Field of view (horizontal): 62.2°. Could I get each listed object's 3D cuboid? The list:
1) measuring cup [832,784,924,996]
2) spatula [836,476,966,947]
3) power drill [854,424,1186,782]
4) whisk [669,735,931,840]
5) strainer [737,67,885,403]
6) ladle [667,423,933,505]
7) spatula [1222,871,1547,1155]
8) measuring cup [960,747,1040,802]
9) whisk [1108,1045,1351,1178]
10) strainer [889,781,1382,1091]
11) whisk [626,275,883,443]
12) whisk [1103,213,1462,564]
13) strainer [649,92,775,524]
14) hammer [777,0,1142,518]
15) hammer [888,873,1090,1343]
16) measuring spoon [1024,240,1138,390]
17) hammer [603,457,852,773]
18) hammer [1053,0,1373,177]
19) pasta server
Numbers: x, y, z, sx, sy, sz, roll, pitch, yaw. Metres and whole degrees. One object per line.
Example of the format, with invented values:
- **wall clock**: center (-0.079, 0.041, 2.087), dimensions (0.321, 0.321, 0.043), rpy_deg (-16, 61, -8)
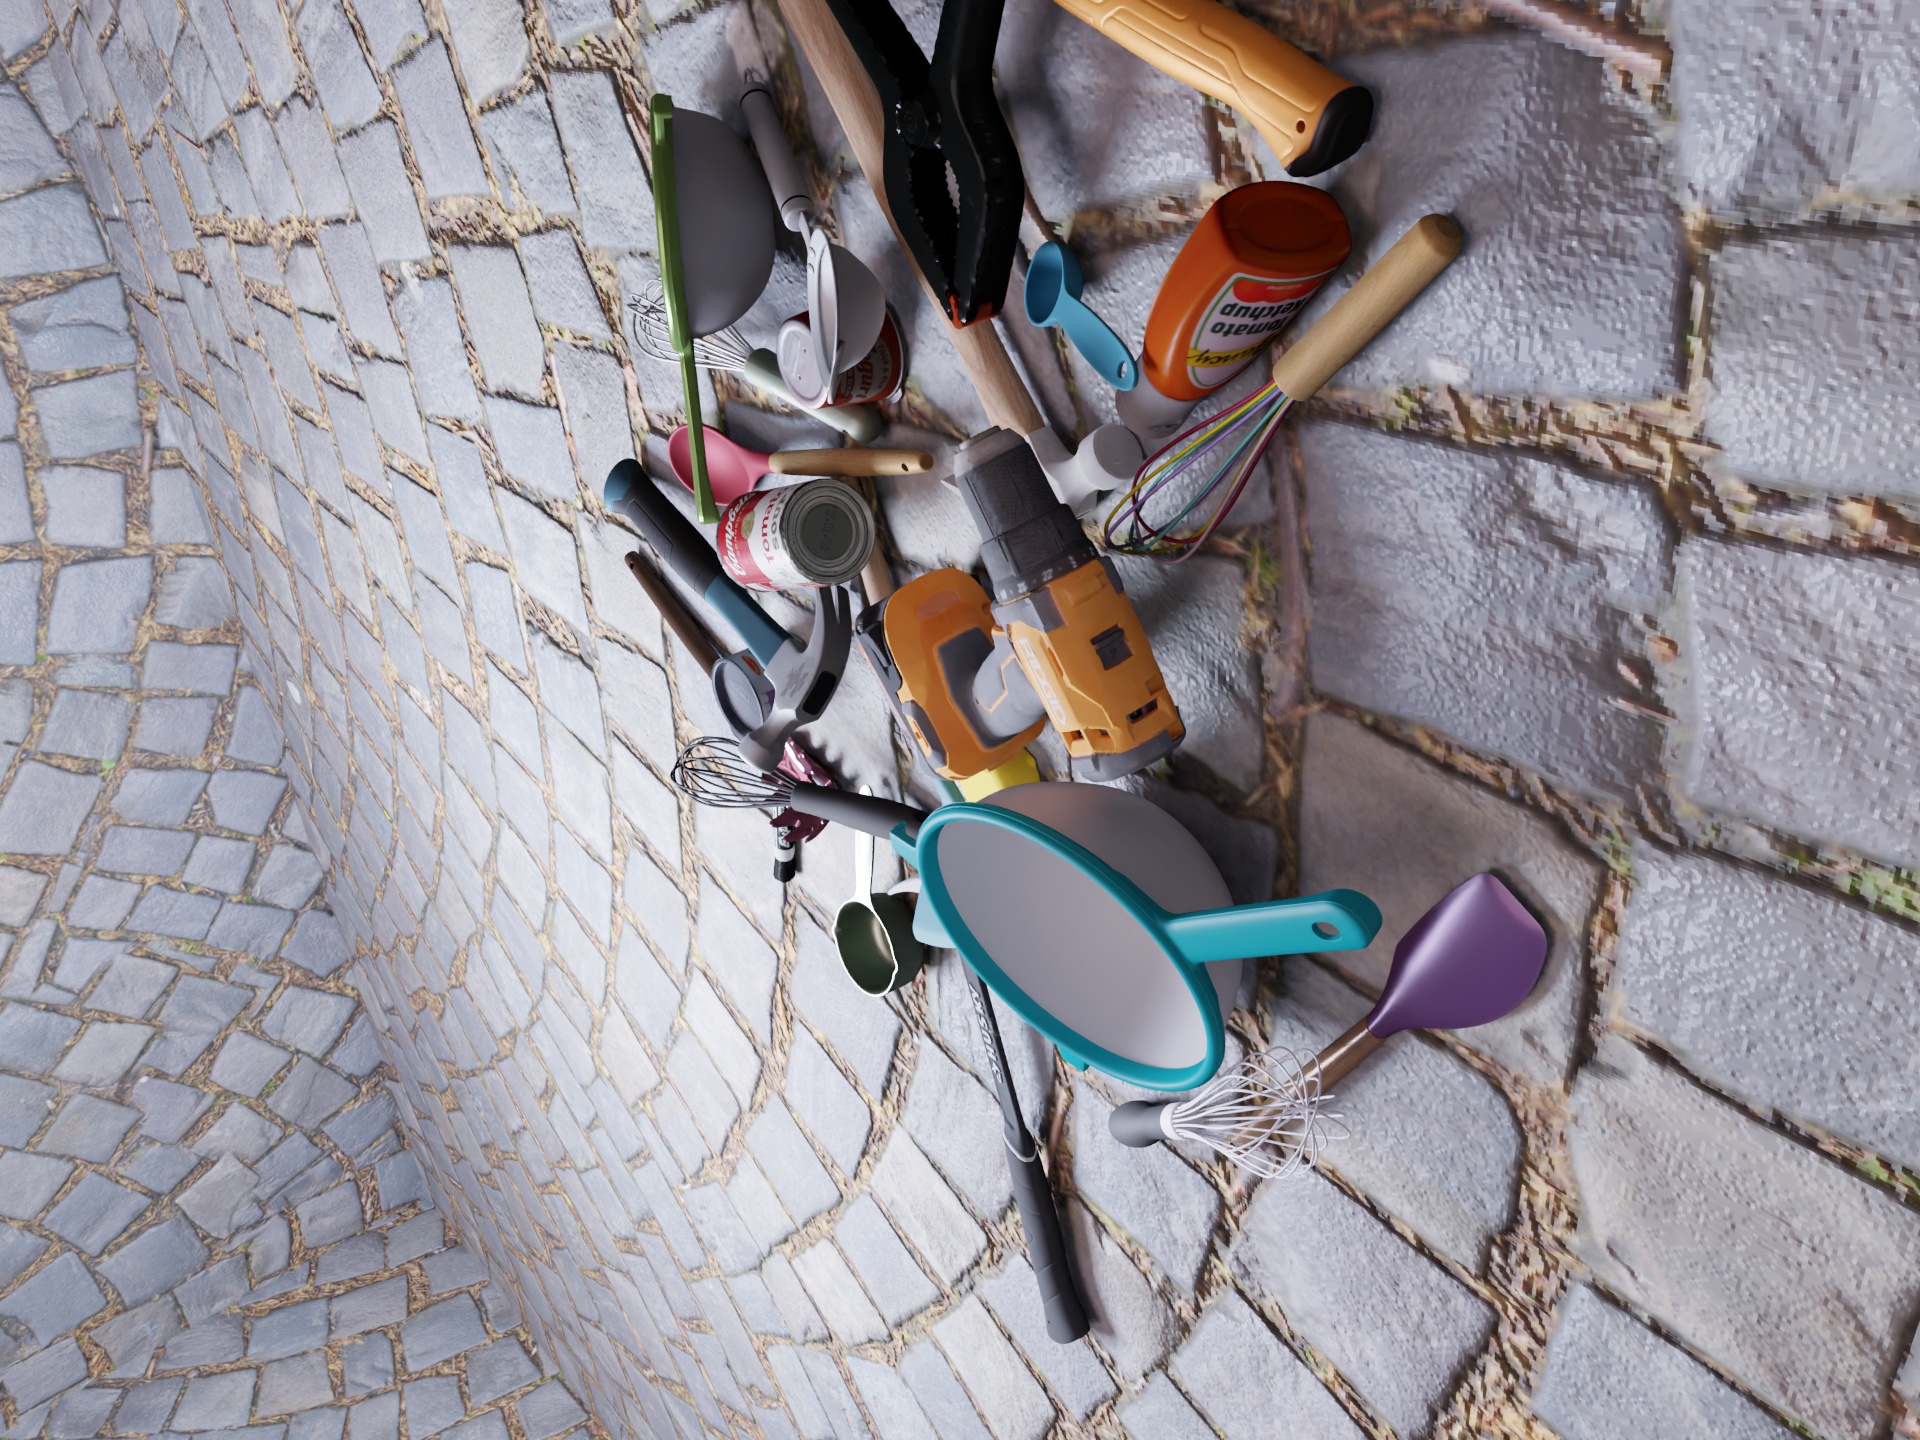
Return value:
- **measuring cup**: center (-0.058, 0.124, 1.190), dimensions (0.083, 0.038, 0.167), rpy_deg (20, 115, 47)
- **spatula**: center (-0.038, -0.008, 1.041), dimensions (0.082, 0.044, 0.317), rpy_deg (-6, 102, 59)
- **power drill**: center (0.018, -0.054, 0.872), dimensions (0.185, 0.084, 0.226), rpy_deg (63, 157, -7)
- **whisk**: center (-0.114, 0.055, 1.162), dimensions (0.239, 0.055, 0.055), rpy_deg (13, 125, 28)
- **strainer**: center (-0.087, -0.282, 0.900), dimensions (0.086, 0.050, 0.259), rpy_deg (108, 146, -58)
- **ladle**: center (-0.109, -0.169, 1.042), dimensions (0.316, 0.031, 0.069), rpy_deg (13, 140, 54)
- **spatula**: center (0.212, 0.175, 0.846), dimensions (0.060, 0.018, 0.315), rpy_deg (52, 145, 18)
- **measuring cup**: center (-0.002, -0.003, 1.017), dimensions (0.156, 0.029, 0.062), rpy_deg (60, 148, 5)
- **whisk**: center (0.142, 0.234, 0.930), dimensions (0.070, 0.070, 0.284), rpy_deg (60, 159, 6)
- **strainer**: center (0.114, 0.092, 0.847), dimensions (0.211, 0.095, 0.340), rpy_deg (52, 150, -11)
- **whisk**: center (-0.138, -0.234, 1.042), dimensions (0.247, 0.057, 0.059), rpy_deg (34, 103, 33)
- **whisk**: center (0.140, -0.140, 0.719), dimensions (0.047, 0.051, 0.245), rpy_deg (34, 143, -9)
- **strainer**: center (-0.144, -0.250, 0.978), dimensions (0.151, 0.069, 0.256), rpy_deg (-116, 21, -74)
- **hammer**: center (-0.016, -0.254, 0.865), dimensions (0.130, 0.031, 0.331), rpy_deg (-29, 87, 57)
- **hammer**: center (0.035, 0.289, 1.156), dimensions (0.149, 0.036, 0.408), rpy_deg (23, 132, 57)
- **measuring spoon**: center (0.065, -0.192, 0.769), dimensions (0.129, 0.021, 0.042), rpy_deg (61, 141, 45)
- **hammer**: center (-0.183, -0.103, 1.161), dimensions (0.128, 0.033, 0.331), rpy_deg (-52, 49, 9)
- **hammer**: center (0.051, -0.342, 0.706), dimensions (0.337, 0.034, 0.127), rpy_deg (44, 144, 28)
- **pasta server**: center (-0.189, -0.027, 1.264), dimensions (0.316, 0.040, 0.060), rpy_deg (50, 116, 24)
